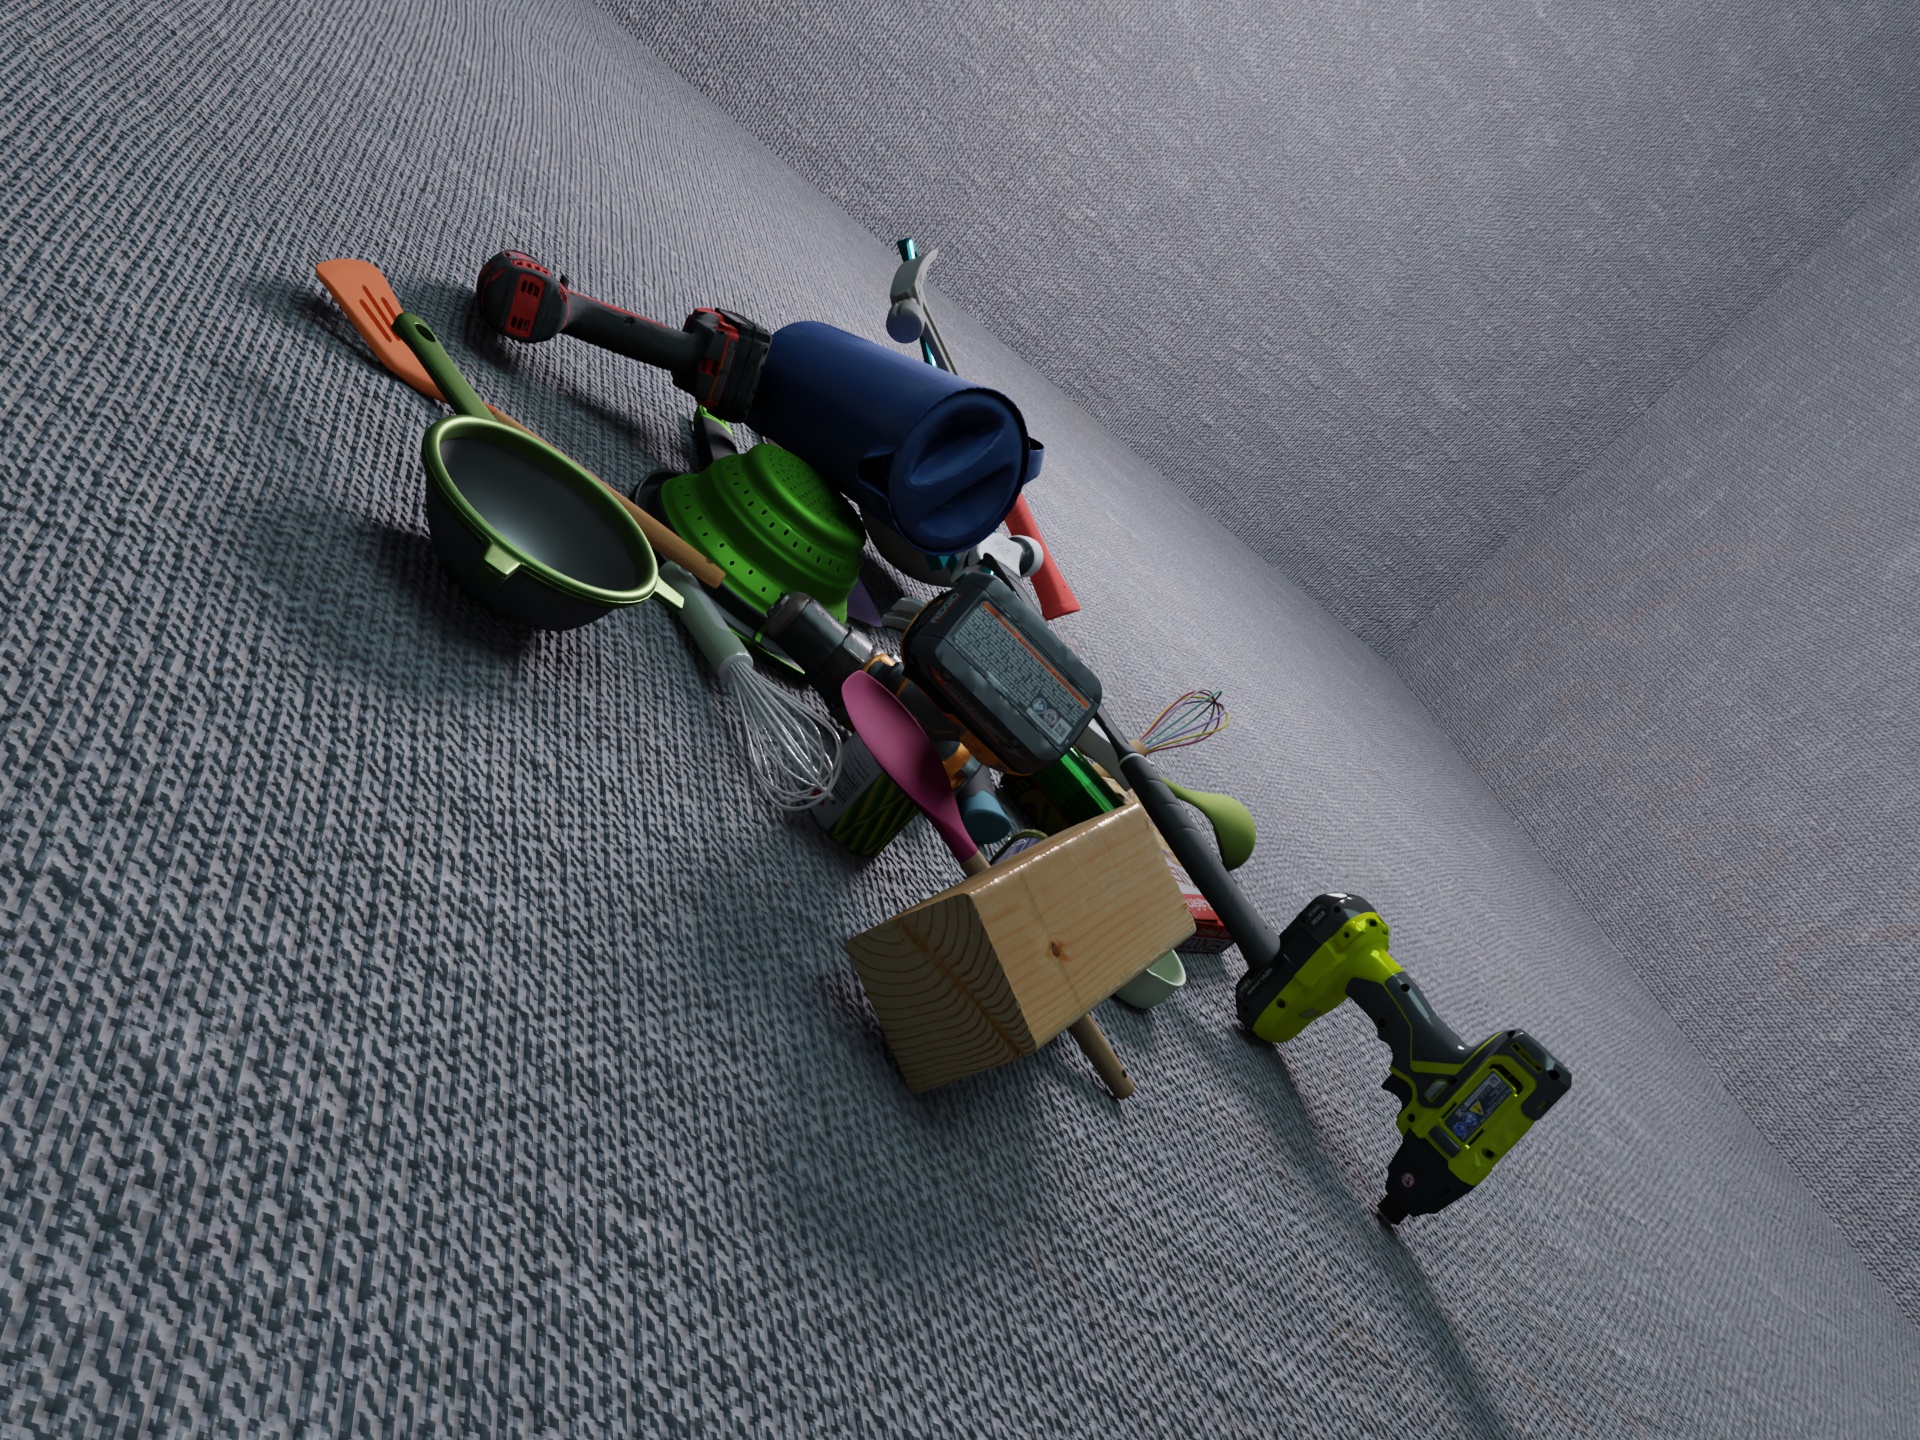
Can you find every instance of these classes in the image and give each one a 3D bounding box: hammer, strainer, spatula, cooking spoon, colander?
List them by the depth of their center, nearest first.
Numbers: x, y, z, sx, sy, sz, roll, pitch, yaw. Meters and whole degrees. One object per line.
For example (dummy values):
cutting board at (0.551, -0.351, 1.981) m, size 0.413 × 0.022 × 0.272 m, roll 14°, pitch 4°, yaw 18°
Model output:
strainer at (-0.282, -0.137, 0.927) m, size 0.257 × 0.069 × 0.151 m, roll 51°, pitch 22°, yaw 24°
cooking spoon at (0.018, 0.106, 0.987) m, size 0.319 × 0.017 × 0.069 m, roll 56°, pitch 26°, yaw -7°
spatula at (-0.288, -0.194, 1.060) m, size 0.322 × 0.041 × 0.081 m, roll 36°, pitch 18°, yaw -4°
hammer at (0.127, 0.018, 1.263) m, size 0.409 × 0.036 × 0.149 m, roll 57°, pitch 23°, yaw 11°
colander at (-0.157, -0.187, 1.264) m, size 0.204 × 0.094 × 0.398 m, roll 32°, pitch 21°, yaw -32°
hammer at (-0.002, -0.004, 1.287) m, size 0.128 × 0.033 × 0.331 m, roll 36°, pitch 20°, yaw -25°
spatula at (-0.136, -0.185, 1.431) m, size 0.059 × 0.018 × 0.316 m, roll 20°, pitch 29°, yaw -37°
hammer at (0.027, -0.244, 1.446) m, size 0.149 × 0.037 × 0.358 m, roll -80°, pitch 147°, yaw -53°
strainer at (-0.054, -0.273, 1.465) m, size 0.211 × 0.095 × 0.340 m, roll 12°, pitch 67°, yaw -73°
hammer at (0.074, -0.064, 1.488) m, size 0.144 × 0.035 × 0.406 m, roll 39°, pitch 12°, yaw -25°

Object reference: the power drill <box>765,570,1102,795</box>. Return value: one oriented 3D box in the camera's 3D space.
power drill at (-0.029, -0.031, 1.053) m, size 0.185 × 0.084 × 0.226 m, roll 44°, pitch -24°, yaw -13°

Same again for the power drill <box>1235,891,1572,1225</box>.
power drill at (0.323, 0.255, 1.213) m, size 0.223 × 0.171 × 0.080 m, roll 47°, pitch 11°, yaw 36°

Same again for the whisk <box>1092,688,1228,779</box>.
whisk at (0.179, 0.021, 1.474) m, size 0.245 × 0.051 × 0.047 m, roll -28°, pitch 83°, yaw -46°

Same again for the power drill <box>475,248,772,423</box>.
power drill at (-0.272, -0.312, 1.259) m, size 0.219 × 0.078 × 0.143 m, roll 14°, pitch 16°, yaw -26°

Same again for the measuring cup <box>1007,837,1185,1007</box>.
measuring cup at (0.088, 0.146, 1.142) m, size 0.167 × 0.038 × 0.083 m, roll 38°, pitch 19°, yaw -10°

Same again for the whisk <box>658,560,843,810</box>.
whisk at (-0.141, -0.030, 1.027) m, size 0.057 × 0.059 × 0.247 m, roll 37°, pitch 12°, yaw -51°

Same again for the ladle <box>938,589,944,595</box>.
ladle at (0.088, -0.015, 1.517) m, size 0.315 × 0.031 × 0.069 m, roll 39°, pitch 10°, yaw -21°

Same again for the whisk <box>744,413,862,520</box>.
whisk at (-0.123, -0.244, 1.479) m, size 0.070 × 0.070 × 0.284 m, roll 53°, pitch 14°, yaw 26°

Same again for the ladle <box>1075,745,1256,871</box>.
ladle at (0.156, 0.056, 1.499) m, size 0.320 × 0.062 × 0.078 m, roll 27°, pitch 30°, yaw -24°
